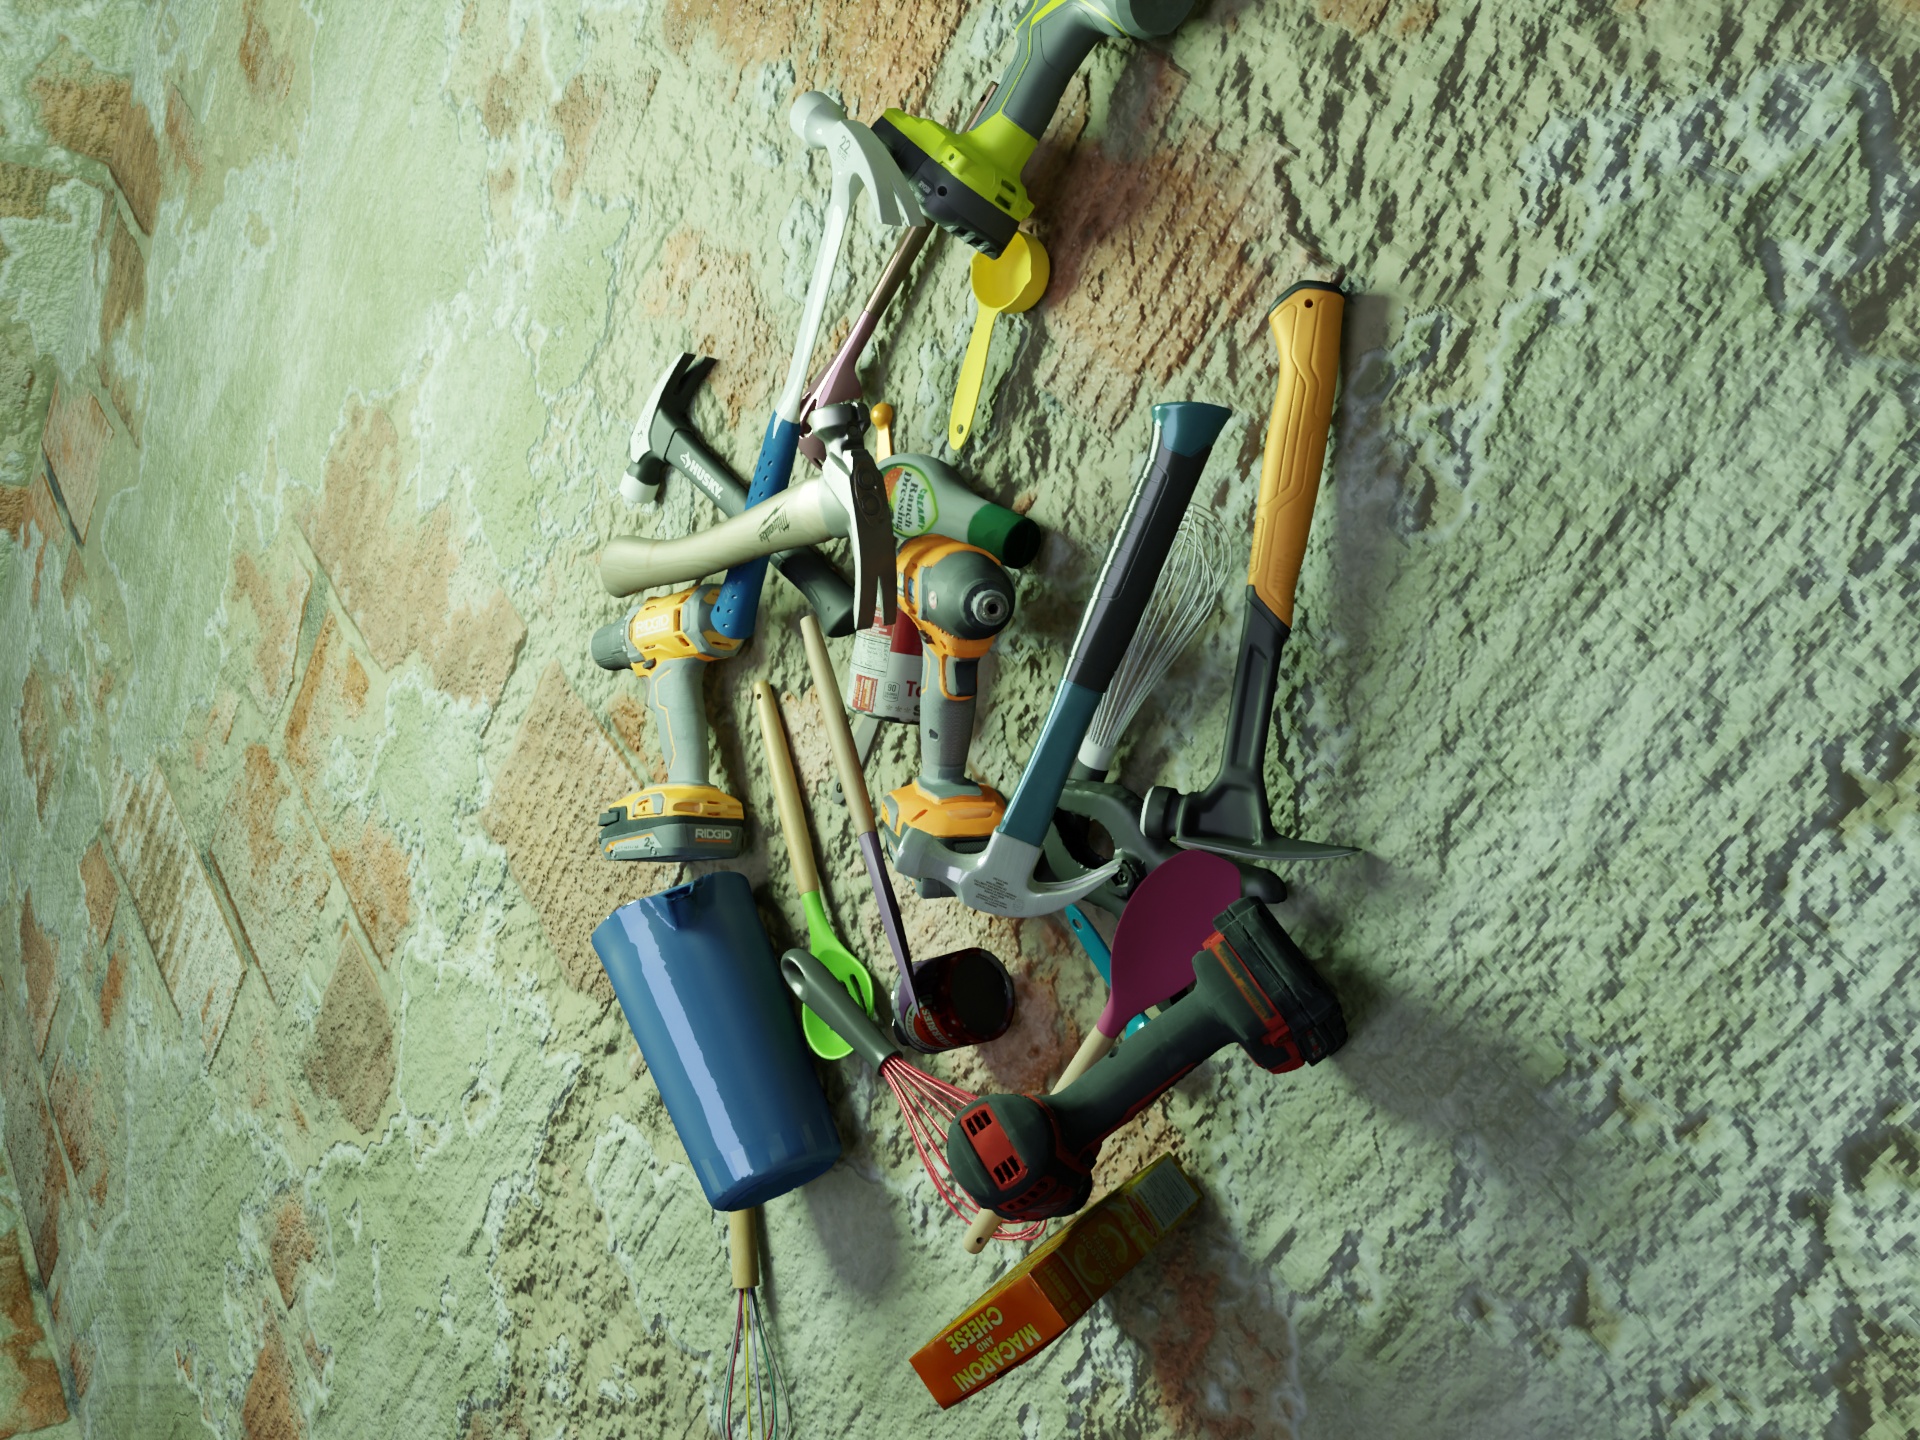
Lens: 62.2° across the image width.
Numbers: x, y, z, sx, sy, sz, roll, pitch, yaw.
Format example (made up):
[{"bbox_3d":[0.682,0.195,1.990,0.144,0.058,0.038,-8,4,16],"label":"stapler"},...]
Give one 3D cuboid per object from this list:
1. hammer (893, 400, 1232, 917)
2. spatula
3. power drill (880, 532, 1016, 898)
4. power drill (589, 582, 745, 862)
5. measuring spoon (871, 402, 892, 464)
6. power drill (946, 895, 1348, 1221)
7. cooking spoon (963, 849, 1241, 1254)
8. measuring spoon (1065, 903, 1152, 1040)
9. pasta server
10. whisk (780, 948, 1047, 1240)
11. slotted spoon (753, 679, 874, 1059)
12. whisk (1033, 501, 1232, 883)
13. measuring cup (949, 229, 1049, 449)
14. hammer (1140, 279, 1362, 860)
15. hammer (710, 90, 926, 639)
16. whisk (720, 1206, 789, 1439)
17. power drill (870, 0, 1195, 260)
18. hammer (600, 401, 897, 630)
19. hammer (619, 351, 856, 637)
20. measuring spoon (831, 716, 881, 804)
[{"bbox_3d":[0.076,-0.034,0.941,0.128,0.033,0.331,23,102,6],"label":"hammer"},{"bbox_3d":[-0.071,0.060,1.119,0.059,0.018,0.316,84,170,-63],"label":"spatula"},{"bbox_3d":[-0.002,-0.003,1.041,0.164,0.084,0.226,-144,52,-71],"label":"power drill"},{"bbox_3d":[-0.257,0.006,1.349,0.185,0.084,0.226,-8,79,44],"label":"power drill"},{"bbox_3d":[-0.060,-0.184,1.205,0.021,0.011,0.117,-4,86,44],"label":"measuring spoon"},{"bbox_3d":[0.107,0.211,0.914,0.226,0.187,0.080,-35,63,0],"label":"power drill"},{"bbox_3d":[0.078,0.211,0.981,0.318,0.068,0.017,-62,17,19],"label":"cooking spoon"},{"bbox_3d":[0.095,0.174,1.001,0.128,0.021,0.042,59,147,-1],"label":"measuring spoon"},{"bbox_3d":[-0.047,-0.327,1.190,0.060,0.040,0.316,49,117,34],"label":"pasta server"},{"bbox_3d":[-0.037,0.254,1.123,0.296,0.073,0.073,39,115,35],"label":"whisk"},{"bbox_3d":[-0.122,0.111,1.248,0.070,0.031,0.314,-26,68,27],"label":"slotted spoon"},{"bbox_3d":[0.098,-0.008,1.017,0.070,0.070,0.284,39,120,38],"label":"whisk"},{"bbox_3d":[0.024,-0.265,1.116,0.062,0.029,0.156,31,112,41],"label":"measuring cup"},{"bbox_3d":[0.191,-0.087,0.926,0.127,0.034,0.337,8,90,22],"label":"hammer"},{"bbox_3d":[-0.121,-0.228,1.152,0.144,0.035,0.405,51,135,36],"label":"hammer"},{"bbox_3d":[-0.171,0.478,1.279,0.051,0.047,0.245,-13,75,31],"label":"whisk"},{"bbox_3d":[0.035,-0.445,1.061,0.228,0.080,0.191,-53,49,18],"label":"power drill"},{"bbox_3d":[-0.174,-0.122,1.188,0.411,0.038,0.146,-6,94,55],"label":"hammer"},{"bbox_3d":[-0.172,-0.174,1.299,0.335,0.035,0.146,44,119,36],"label":"hammer"},{"bbox_3d":[-0.078,0.012,1.212,0.034,0.018,0.124,41,117,37],"label":"measuring spoon"}]
